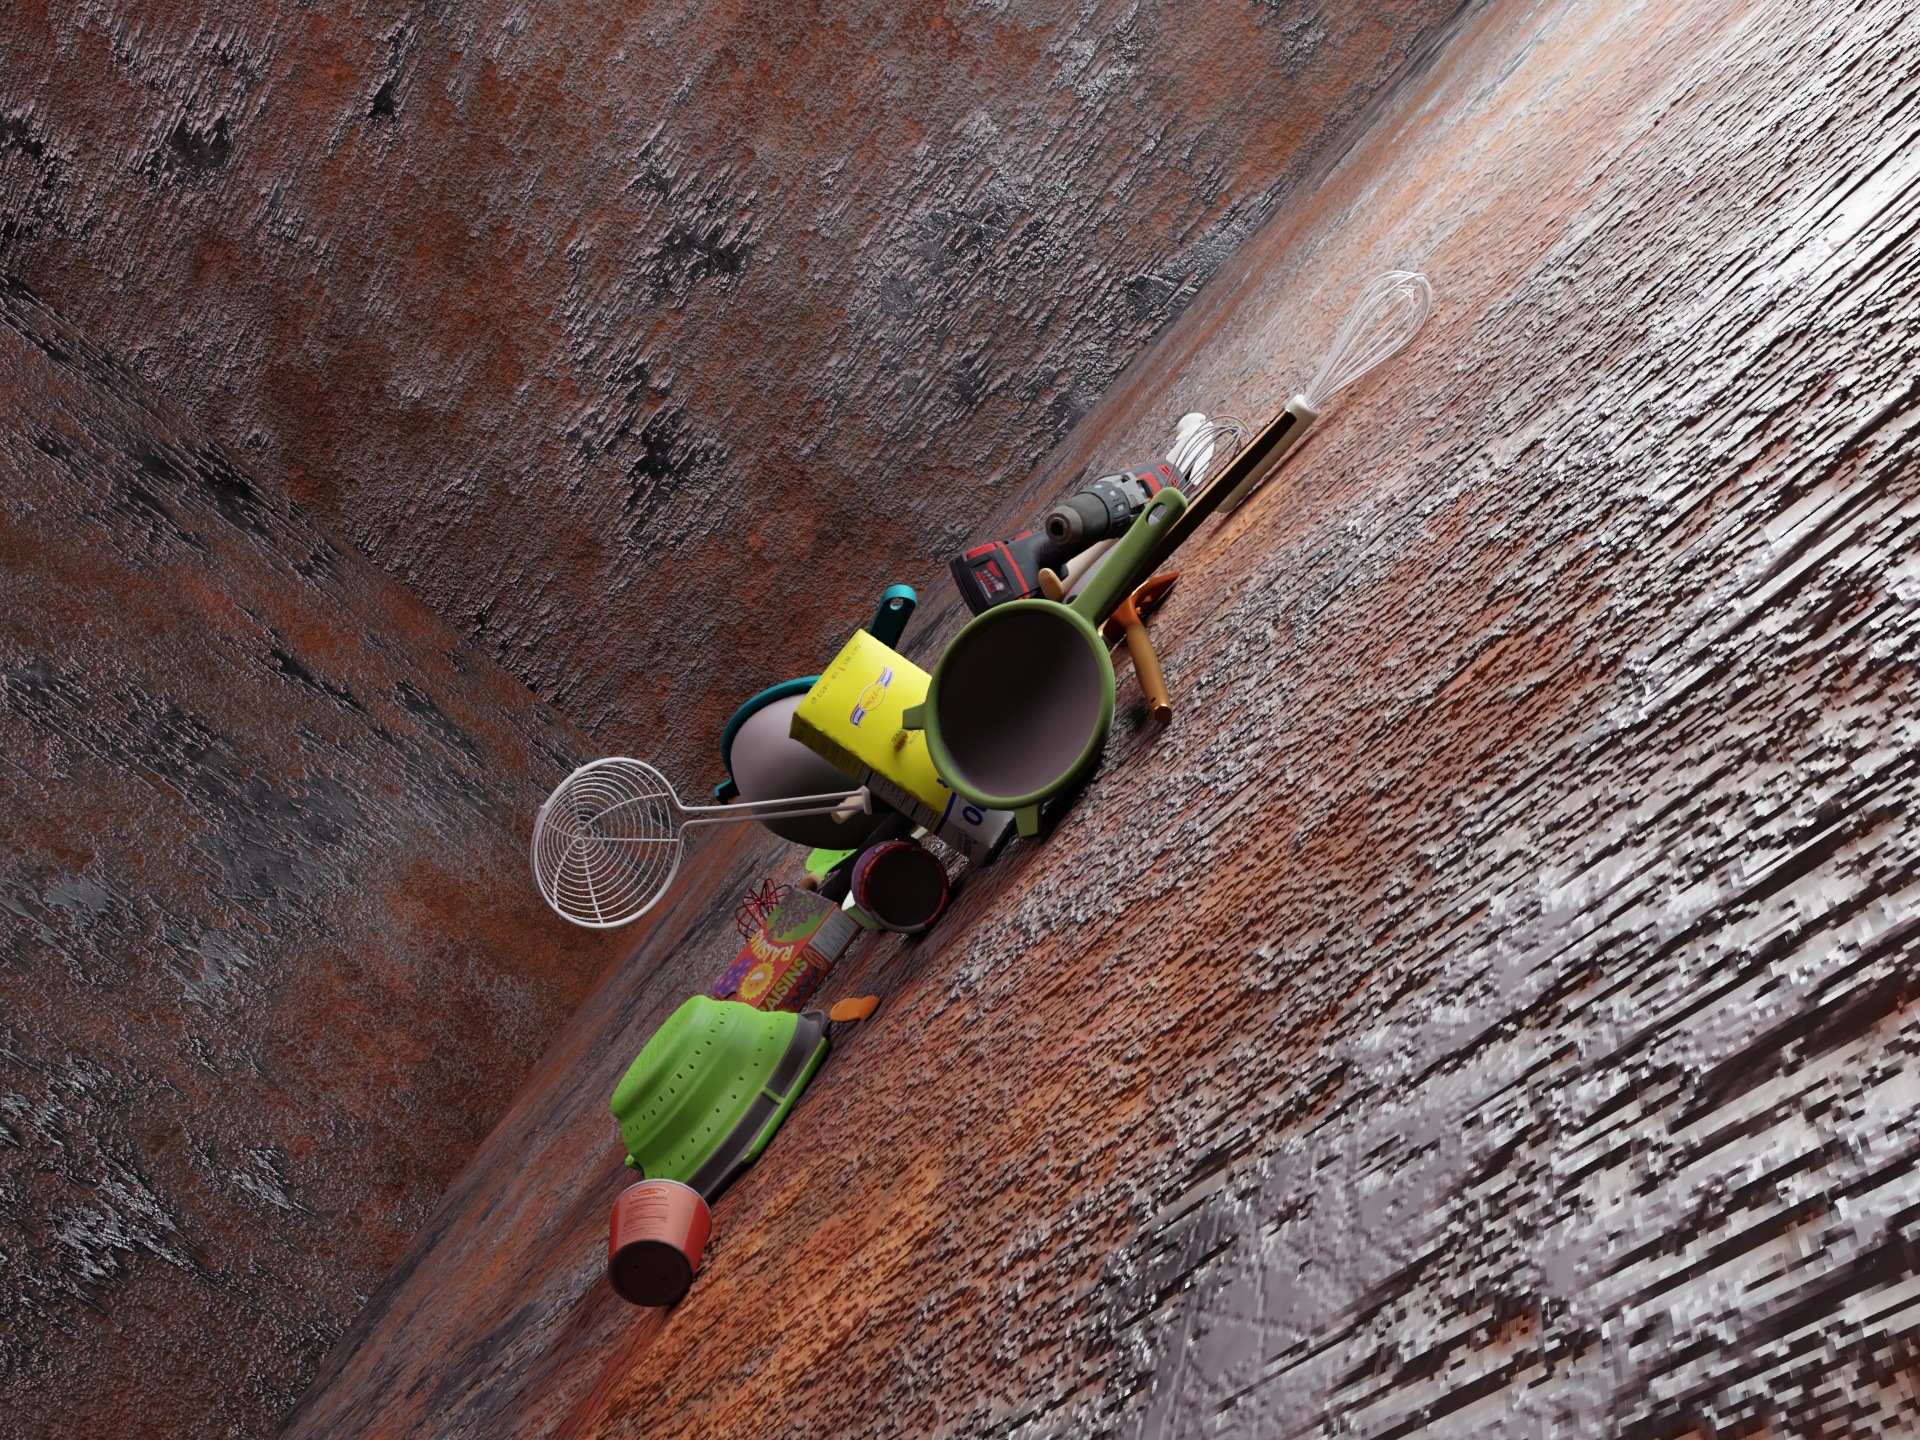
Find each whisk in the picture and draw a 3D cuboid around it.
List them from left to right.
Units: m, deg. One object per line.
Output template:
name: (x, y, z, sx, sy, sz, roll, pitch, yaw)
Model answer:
whisk: (-0.178, 0.216, 1.555, 0.073, 0.073, 0.296, -50, 15, -1)
whisk: (0.171, -0.179, 1.421, 0.239, 0.055, 0.055, -47, 8, -1)
whisk: (0.279, -0.254, 1.253, 0.059, 0.058, 0.246, -5, -36, -49)

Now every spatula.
spatula: (0.137, -0.052, 1.161, 0.081, 0.041, 0.323, -48, 12, 15)

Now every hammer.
hammer: (-0.049, 0.088, 1.390, 0.146, 0.035, 0.334, -25, -16, -38)
hammer: (0.118, -0.152, 1.687, 0.410, 0.038, 0.146, -46, 10, 29)

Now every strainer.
strainer: (-0.096, 0.020, 1.419, 0.340, 0.211, 0.095, 118, 155, -49)
strainer: (0.084, -0.047, 1.111, 0.256, 0.152, 0.069, -53, -35, 6)

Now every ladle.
ladle: (0.089, -0.117, 1.469, 0.069, 0.031, 0.315, -38, -5, 5)
ladle: (0.122, -0.116, 1.177, 0.320, 0.062, 0.078, -46, 23, 12)

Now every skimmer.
skimmer: (-0.128, 0.075, 1.175, 0.363, 0.127, 0.090, -7, 14, -4)

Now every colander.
colander: (-0.236, 0.307, 1.287, 0.205, 0.094, 0.397, -55, 9, -32)

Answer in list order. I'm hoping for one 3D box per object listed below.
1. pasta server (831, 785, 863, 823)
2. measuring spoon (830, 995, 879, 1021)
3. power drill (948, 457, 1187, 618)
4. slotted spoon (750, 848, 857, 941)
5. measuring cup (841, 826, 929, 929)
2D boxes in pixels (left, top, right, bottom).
pasta server: (-0.002, -0.005, 1.409, 0.316, 0.040, 0.060, -37, 6, -33)
measuring spoon: (-0.082, 0.212, 1.179, 0.021, 0.011, 0.117, -53, 8, -19)
power drill: (0.091, -0.170, 1.525, 0.226, 0.080, 0.188, -29, -1, 43)
slotted spoon: (-0.155, 0.168, 1.582, 0.070, 0.031, 0.314, -24, 7, 15)
measuring cup: (-0.033, 0.113, 1.283, 0.167, 0.038, 0.083, -42, 11, 37)
